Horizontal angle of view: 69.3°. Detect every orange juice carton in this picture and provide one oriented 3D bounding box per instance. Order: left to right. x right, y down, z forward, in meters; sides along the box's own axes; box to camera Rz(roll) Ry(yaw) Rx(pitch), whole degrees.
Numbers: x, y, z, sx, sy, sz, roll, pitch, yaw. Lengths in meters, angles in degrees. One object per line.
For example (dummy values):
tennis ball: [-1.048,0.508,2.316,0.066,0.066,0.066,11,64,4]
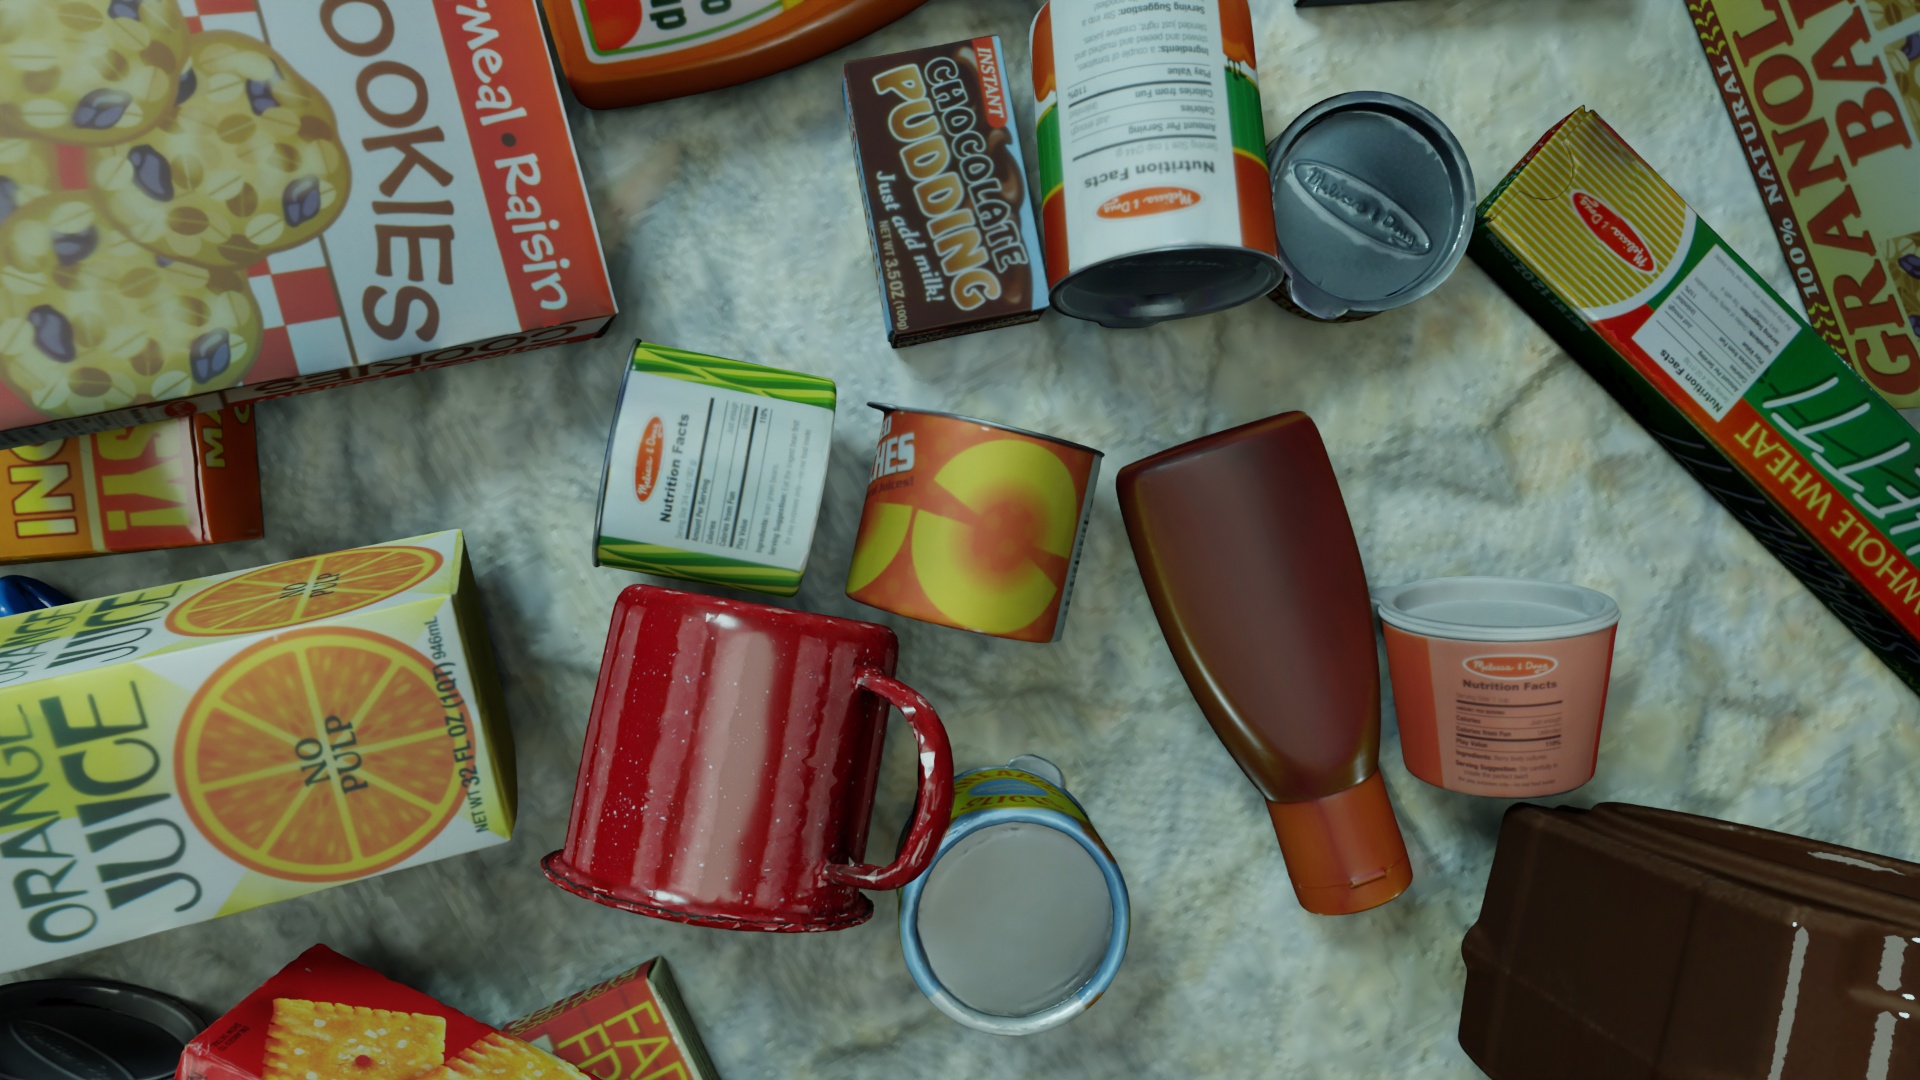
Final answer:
orange juice carton: [-0.222,0.057,0.362,0.193,0.073,0.071,-12,108,-16]

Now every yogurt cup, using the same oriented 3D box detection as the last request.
yogurt cup: [0.162,0.044,0.421,0.072,0.072,0.054,-5,100,-4]

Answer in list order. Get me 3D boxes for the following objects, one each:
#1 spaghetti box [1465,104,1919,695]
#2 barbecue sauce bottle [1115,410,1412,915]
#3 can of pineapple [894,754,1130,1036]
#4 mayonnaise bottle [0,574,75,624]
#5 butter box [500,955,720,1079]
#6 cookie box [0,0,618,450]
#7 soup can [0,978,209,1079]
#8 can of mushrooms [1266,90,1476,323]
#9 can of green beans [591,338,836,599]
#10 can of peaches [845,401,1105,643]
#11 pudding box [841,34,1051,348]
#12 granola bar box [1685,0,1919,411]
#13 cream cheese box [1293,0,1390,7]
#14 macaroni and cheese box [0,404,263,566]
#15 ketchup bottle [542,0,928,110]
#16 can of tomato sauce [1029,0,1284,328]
spaghetti box: [0.264,-0.031,0.443,0.250,0.028,0.050,43,88,-4]
barbecue sauce bottle: [0.099,0.039,0.425,0.065,0.043,0.148,-19,93,-3]
can of pineapple: [0.014,0.103,0.413,0.071,0.058,0.071,0,91,-4]
mayonnaise bottle: [-0.316,0.071,0.396,0.148,0.041,0.064,-42,98,-3]
butter box: [-0.095,0.185,0.424,0.053,0.024,0.103,-25,93,-4]
cookie box: [-0.191,-0.101,0.374,0.168,0.040,0.123,-16,94,-26]
soup can: [-0.260,0.177,0.388,0.071,0.071,0.083,17,90,-4]
can of mushrooms: [0.119,-0.099,0.429,0.071,0.033,0.071,0,91,-5]
can of green beans: [-0.070,-0.020,0.398,0.058,0.071,0.071,11,91,-10]
can of peaches: [0.001,-0.005,0.406,0.071,0.071,0.058,12,91,-4]
pudding box: [-0.005,-0.104,0.421,0.050,0.030,0.083,-10,92,-5]
granola bar box: [0.281,-0.122,0.394,0.039,0.124,0.165,-23,93,-3]
cream cheese box: [0.155,-0.200,0.434,0.104,0.024,0.053,-5,92,-4]
macaroni and cheese box: [-0.297,-0.053,0.396,0.167,0.040,0.123,-5,92,-4]
ketchup bottle: [-0.047,-0.172,0.411,0.149,0.043,0.064,-13,92,-4]
can of tomato sauce: [0.055,-0.112,0.403,0.071,0.071,0.083,-4,82,-4]
